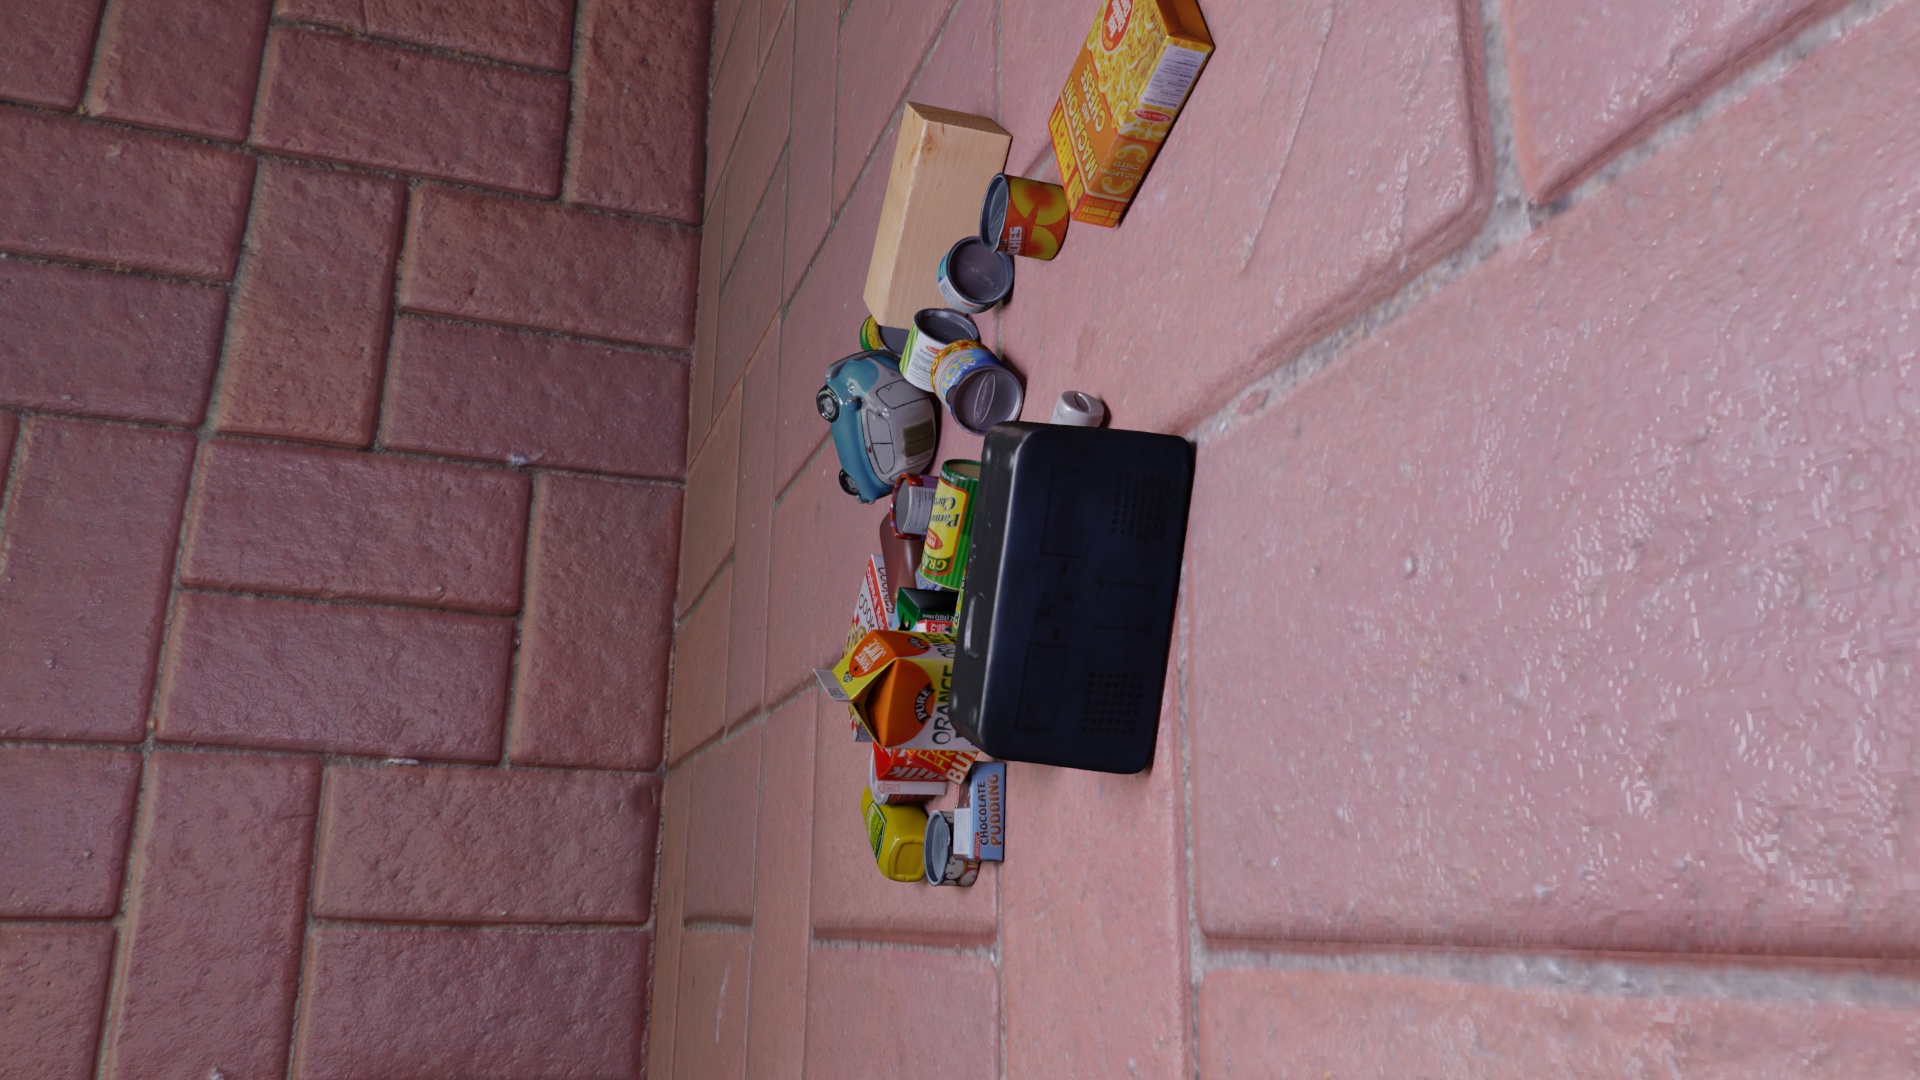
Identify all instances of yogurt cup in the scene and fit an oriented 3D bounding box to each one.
[{"bbox_3d":[-0.053,0.224,1.349,0.072,0.054,0.072,-173,89,-71],"label":"yogurt cup"}]

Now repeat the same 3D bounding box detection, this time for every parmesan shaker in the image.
[{"bbox_3d":[0.004,-0.016,1.237,0.071,0.071,0.102,-129,48,-64],"label":"parmesan shaker"}]

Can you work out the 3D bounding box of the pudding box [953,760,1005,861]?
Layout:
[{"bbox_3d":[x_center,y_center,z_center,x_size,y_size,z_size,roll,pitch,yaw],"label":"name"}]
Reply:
[{"bbox_3d":[0.016,0.231,1.185,0.049,0.030,0.084,147,127,-67],"label":"pudding box"}]

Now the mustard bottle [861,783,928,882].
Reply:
[{"bbox_3d":[-0.070,0.278,1.387,0.160,0.049,0.065,-134,54,-66],"label":"mustard bottle"}]

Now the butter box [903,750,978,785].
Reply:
[{"bbox_3d":[0.001,0.149,1.165,0.103,0.053,0.024,-60,16,-4],"label":"butter box"}]

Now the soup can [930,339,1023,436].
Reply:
[{"bbox_3d":[0.011,-0.139,1.250,0.084,0.071,0.071,-123,42,-61],"label":"soup can"}]

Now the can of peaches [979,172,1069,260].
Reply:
[{"bbox_3d":[0.054,-0.274,1.187,0.071,0.058,0.071,-173,89,-70],"label":"can of peaches"}]

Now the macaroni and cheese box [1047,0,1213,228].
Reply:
[{"bbox_3d":[0.122,-0.337,1.037,0.165,0.040,0.124,119,151,-47],"label":"macaroni and cheese box"}]

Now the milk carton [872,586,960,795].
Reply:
[{"bbox_3d":[-0.031,0.146,1.281,0.073,0.072,0.190,-141,59,-67],"label":"milk carton"}]

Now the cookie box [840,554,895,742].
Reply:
[{"bbox_3d":[-0.088,0.117,1.505,0.123,0.040,0.166,-108,30,-50],"label":"cookie box"}]

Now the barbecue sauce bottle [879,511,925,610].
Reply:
[{"bbox_3d":[-0.053,0.039,1.423,0.064,0.044,0.149,116,152,-46],"label":"barbecue sauce bottle"}]

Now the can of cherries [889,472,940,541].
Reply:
[{"bbox_3d":[-0.033,-0.031,1.363,0.071,0.058,0.071,-174,89,-70],"label":"can of cherries"}]

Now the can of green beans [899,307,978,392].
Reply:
[{"bbox_3d":[-0.021,-0.187,1.366,0.071,0.071,0.057,-106,28,-47],"label":"can of green beans"}]

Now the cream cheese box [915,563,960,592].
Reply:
[{"bbox_3d":[-0.015,0.028,1.341,0.103,0.024,0.053,121,144,-51],"label":"cream cheese box"}]

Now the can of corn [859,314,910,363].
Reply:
[{"bbox_3d":[-0.071,-0.228,1.522,0.058,0.071,0.071,169,106,-69],"label":"can of corn"}]

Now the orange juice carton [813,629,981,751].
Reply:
[{"bbox_3d":[-0.012,0.113,1.050,0.072,0.193,0.073,-142,59,-67],"label":"orange juice carton"}]

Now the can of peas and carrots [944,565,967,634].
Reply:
[{"bbox_3d":[0.027,0.054,1.143,0.071,0.071,0.058,-130,49,-64],"label":"can of peas and carrots"}]

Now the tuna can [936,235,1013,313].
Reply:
[{"bbox_3d":[0.014,-0.247,1.285,0.032,0.071,0.071,154,120,-69],"label":"tuna can"}]

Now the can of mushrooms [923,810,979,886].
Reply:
[{"bbox_3d":[-0.007,0.273,1.232,0.071,0.033,0.071,-172,89,-72],"label":"can of mushrooms"}]

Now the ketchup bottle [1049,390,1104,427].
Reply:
[{"bbox_3d":[0.072,-0.045,1.087,0.065,0.043,0.148,-109,32,-52],"label":"ketchup bottle"}]
